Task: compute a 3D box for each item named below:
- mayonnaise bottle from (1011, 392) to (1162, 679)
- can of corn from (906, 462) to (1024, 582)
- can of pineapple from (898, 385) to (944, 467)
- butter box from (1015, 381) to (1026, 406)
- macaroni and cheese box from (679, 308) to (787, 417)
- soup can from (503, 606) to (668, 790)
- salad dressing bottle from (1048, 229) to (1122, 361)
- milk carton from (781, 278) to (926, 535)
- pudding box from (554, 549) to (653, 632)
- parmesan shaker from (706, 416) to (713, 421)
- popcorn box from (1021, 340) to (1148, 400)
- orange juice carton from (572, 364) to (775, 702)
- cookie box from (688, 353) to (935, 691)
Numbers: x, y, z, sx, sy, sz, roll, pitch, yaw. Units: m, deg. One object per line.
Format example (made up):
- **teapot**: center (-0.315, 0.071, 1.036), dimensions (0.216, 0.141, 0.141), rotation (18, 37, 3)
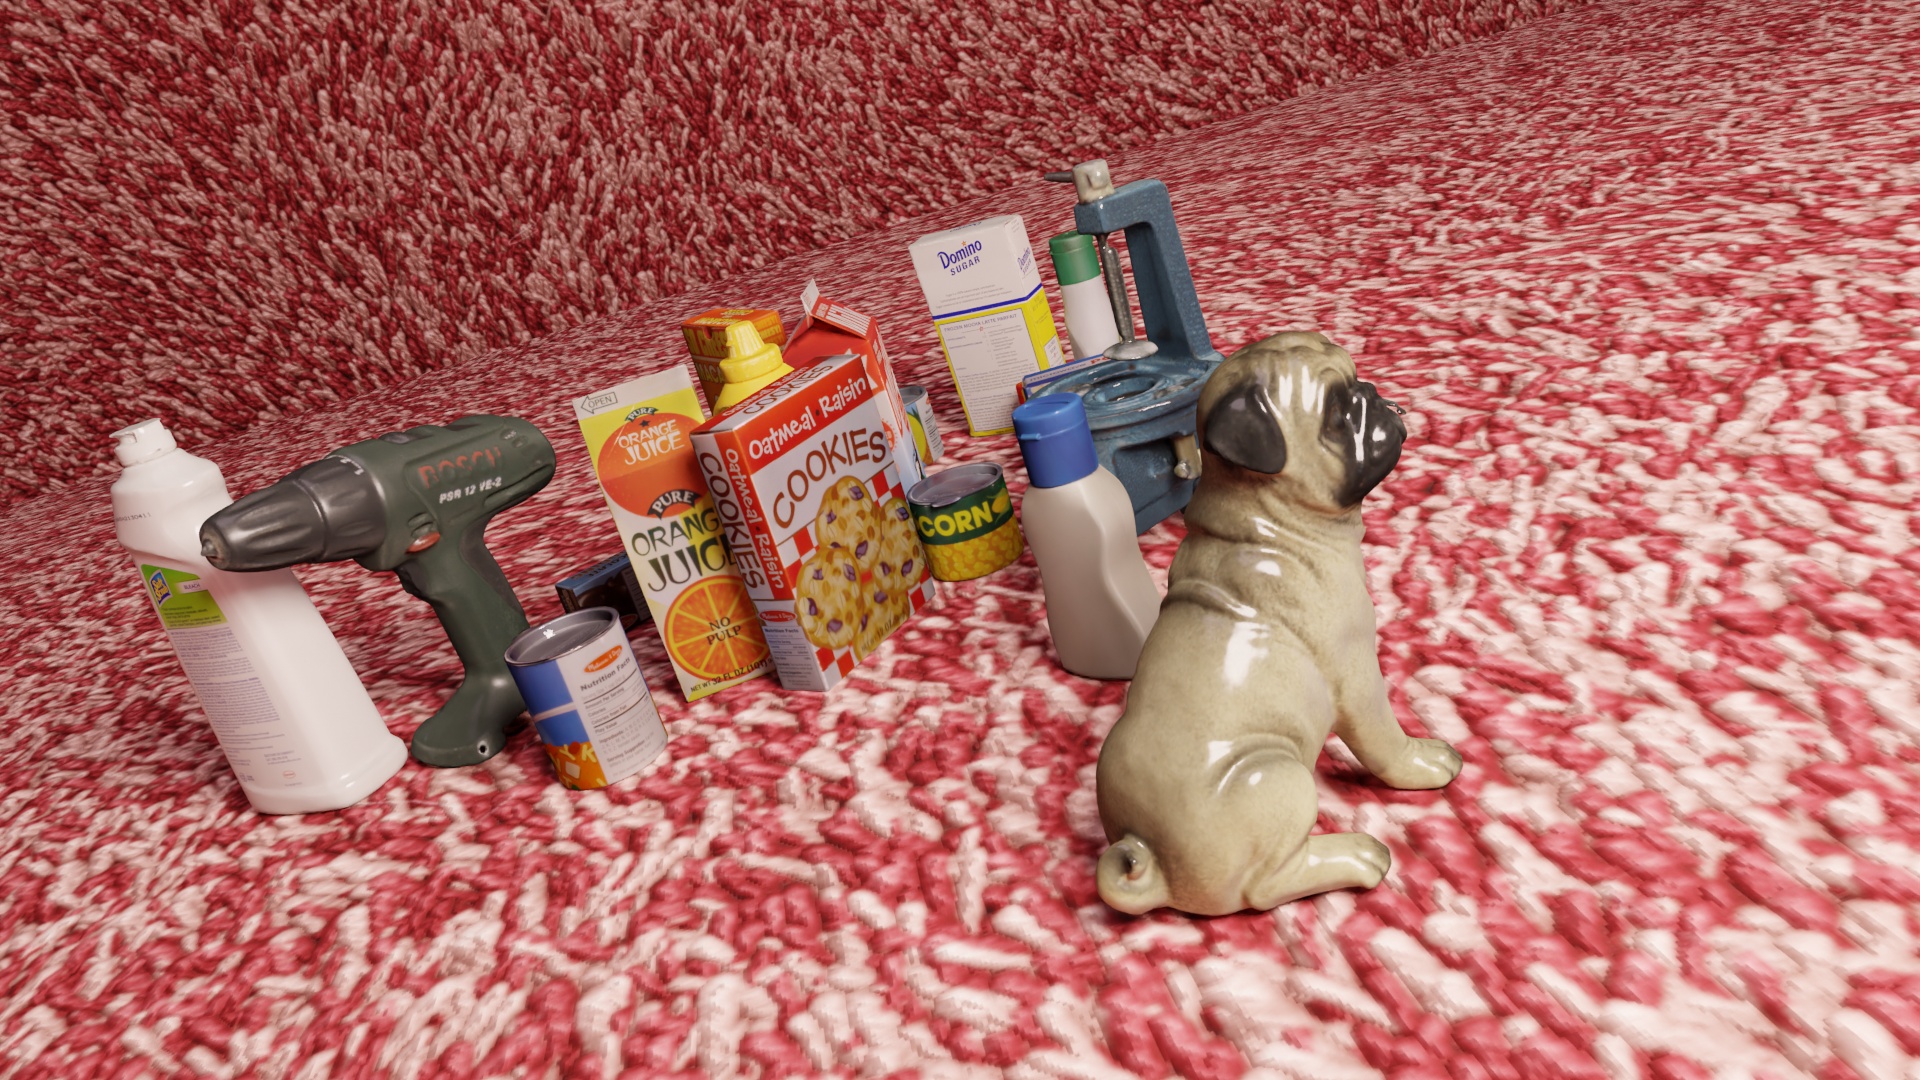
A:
- **mayonnaise bottle**: center (0.063, -0.001, 0.709), dimensions (0.064, 0.147, 0.041), rotation (1, 26, 41)
- **can of corn**: center (0.003, -0.012, 0.917), dimensions (0.071, 0.058, 0.071), rotation (-15, 20, 6)
- **can of pineapple**: center (-0.054, -0.092, 1.178), dimensions (0.071, 0.057, 0.071), rotation (-15, 20, 6)
- **butter box**: center (0.095, -0.106, 1.100), dimensions (0.103, 0.053, 0.024), rotation (1, 27, 41)
- **macaroni and cheese box**: center (-0.166, -0.106, 1.146), dimensions (0.040, 0.166, 0.124), rotation (-28, 22, -27)
- **soup can**: center (-0.213, 0.089, 0.790), dimensions (0.071, 0.083, 0.071), rotation (-15, 20, 6)
- **salad dressing bottle**: center (0.109, -0.183, 1.153), dimensions (0.044, 0.147, 0.064), rotation (-17, 20, 2)
- **milk carton**: center (-0.081, -0.094, 1.009), dimensions (0.073, 0.190, 0.072), rotation (-15, 20, 6)
- **pudding box**: center (-0.244, 0.037, 1.004), dimensions (0.084, 0.049, 0.030), rotation (-32, 24, -35)
- **parmesan shaker**: center (-0.168, -0.045, 1.080), dimensions (0.071, 0.102, 0.071), rotation (-15, 20, 6)
- **popcorn box**: center (0.115, -0.092, 1.000), dimensions (0.127, 0.085, 0.038), rotation (-16, 20, 4)
- **orange juice carton**: center (-0.169, -0.008, 0.851), dimensions (0.072, 0.192, 0.073), rotation (-20, 20, -9)
- **cookie box**: center (-0.084, -0.013, 0.833), dimensions (0.040, 0.167, 0.123), rotation (-3, 24, 35)
